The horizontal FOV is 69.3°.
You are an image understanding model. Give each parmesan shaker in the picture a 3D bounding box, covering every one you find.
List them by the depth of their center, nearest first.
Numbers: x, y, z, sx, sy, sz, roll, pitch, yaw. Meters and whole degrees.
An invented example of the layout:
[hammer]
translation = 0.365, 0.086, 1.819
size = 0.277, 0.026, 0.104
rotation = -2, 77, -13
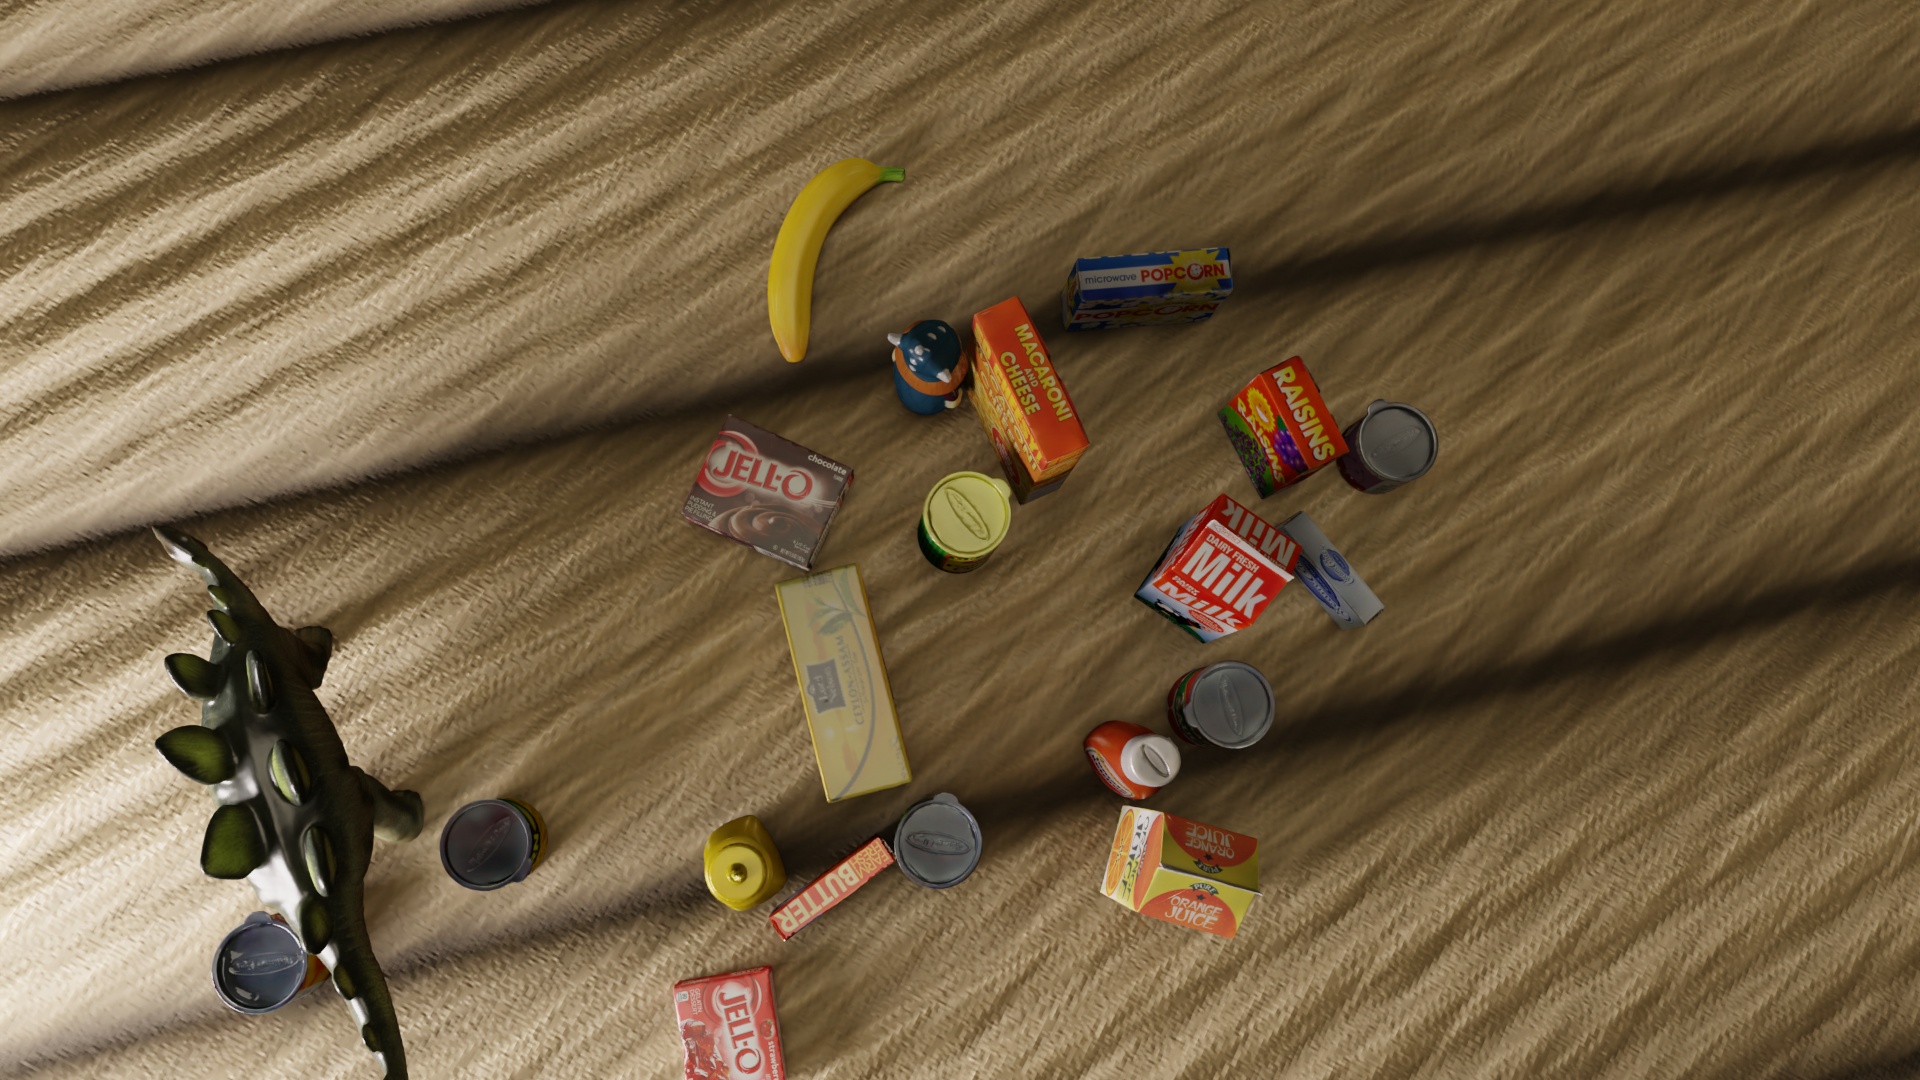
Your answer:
[parmesan shaker]
translation = 0.004, -0.014, 1.086
size = 0.071, 0.103, 0.071
rotation = 1, 81, -4

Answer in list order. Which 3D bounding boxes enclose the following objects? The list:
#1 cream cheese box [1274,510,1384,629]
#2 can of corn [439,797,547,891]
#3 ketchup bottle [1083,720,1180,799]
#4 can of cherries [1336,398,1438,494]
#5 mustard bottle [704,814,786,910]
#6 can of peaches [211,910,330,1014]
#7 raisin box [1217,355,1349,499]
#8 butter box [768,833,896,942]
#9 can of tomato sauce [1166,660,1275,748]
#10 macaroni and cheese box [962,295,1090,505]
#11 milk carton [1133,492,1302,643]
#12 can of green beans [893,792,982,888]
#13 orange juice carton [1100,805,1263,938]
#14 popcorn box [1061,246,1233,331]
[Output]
[cream cheese box]
translation = 0.294, 0.025, 1.128
size = 0.024, 0.053, 0.104
rotation = -39, 85, -9
[can of corn]
translation = -0.346, 0.228, 1.041
size = 0.071, 0.058, 0.071
rotation = 1, 81, -4
[ketchup bottle]
translation = 0.132, 0.164, 1.043
size = 0.043, 0.148, 0.065
rotation = -39, 86, -9
[can of cherries]
translation = 0.350, -0.078, 1.147
size = 0.071, 0.058, 0.071
rotation = 1, 81, -4
[mustard bottle]
translation = -0.158, 0.235, 1.002
size = 0.049, 0.160, 0.065
rotation = -27, 84, -8
[can of peaches]
translation = -0.500, 0.304, 1.016
size = 0.071, 0.058, 0.071
rotation = 1, 81, -4
[raisin box]
translation = 0.256, -0.088, 1.108
size = 0.040, 0.123, 0.086
rotation = -24, 83, -8
[butter box]
translation = -0.097, 0.262, 1.057
size = 0.104, 0.053, 0.024
rotation = -35, 85, -9
[can of tomato sauce]
translation = 0.200, 0.131, 1.087
size = 0.071, 0.083, 0.071
rotation = 1, 81, -4
[macaroni and cheese box]
translation = 0.046, -0.104, 1.073
size = 0.040, 0.166, 0.124
rotation = -24, 83, -8
[milk carton]
translation = 0.196, 0.021, 1.051
size = 0.072, 0.190, 0.073
rotation = 35, 80, 2
[can of green beans]
translation = -0.018, 0.231, 1.066
size = 0.071, 0.057, 0.071
rotation = 1, 81, -4
[orange juice carton]
translation = 0.160, 0.240, 1.010
size = 0.072, 0.192, 0.073
rotation = 17, 80, -1
[popcorn box]
translation = 0.151, -0.205, 1.140
size = 0.127, 0.085, 0.038
rotation = -5, 81, -5
